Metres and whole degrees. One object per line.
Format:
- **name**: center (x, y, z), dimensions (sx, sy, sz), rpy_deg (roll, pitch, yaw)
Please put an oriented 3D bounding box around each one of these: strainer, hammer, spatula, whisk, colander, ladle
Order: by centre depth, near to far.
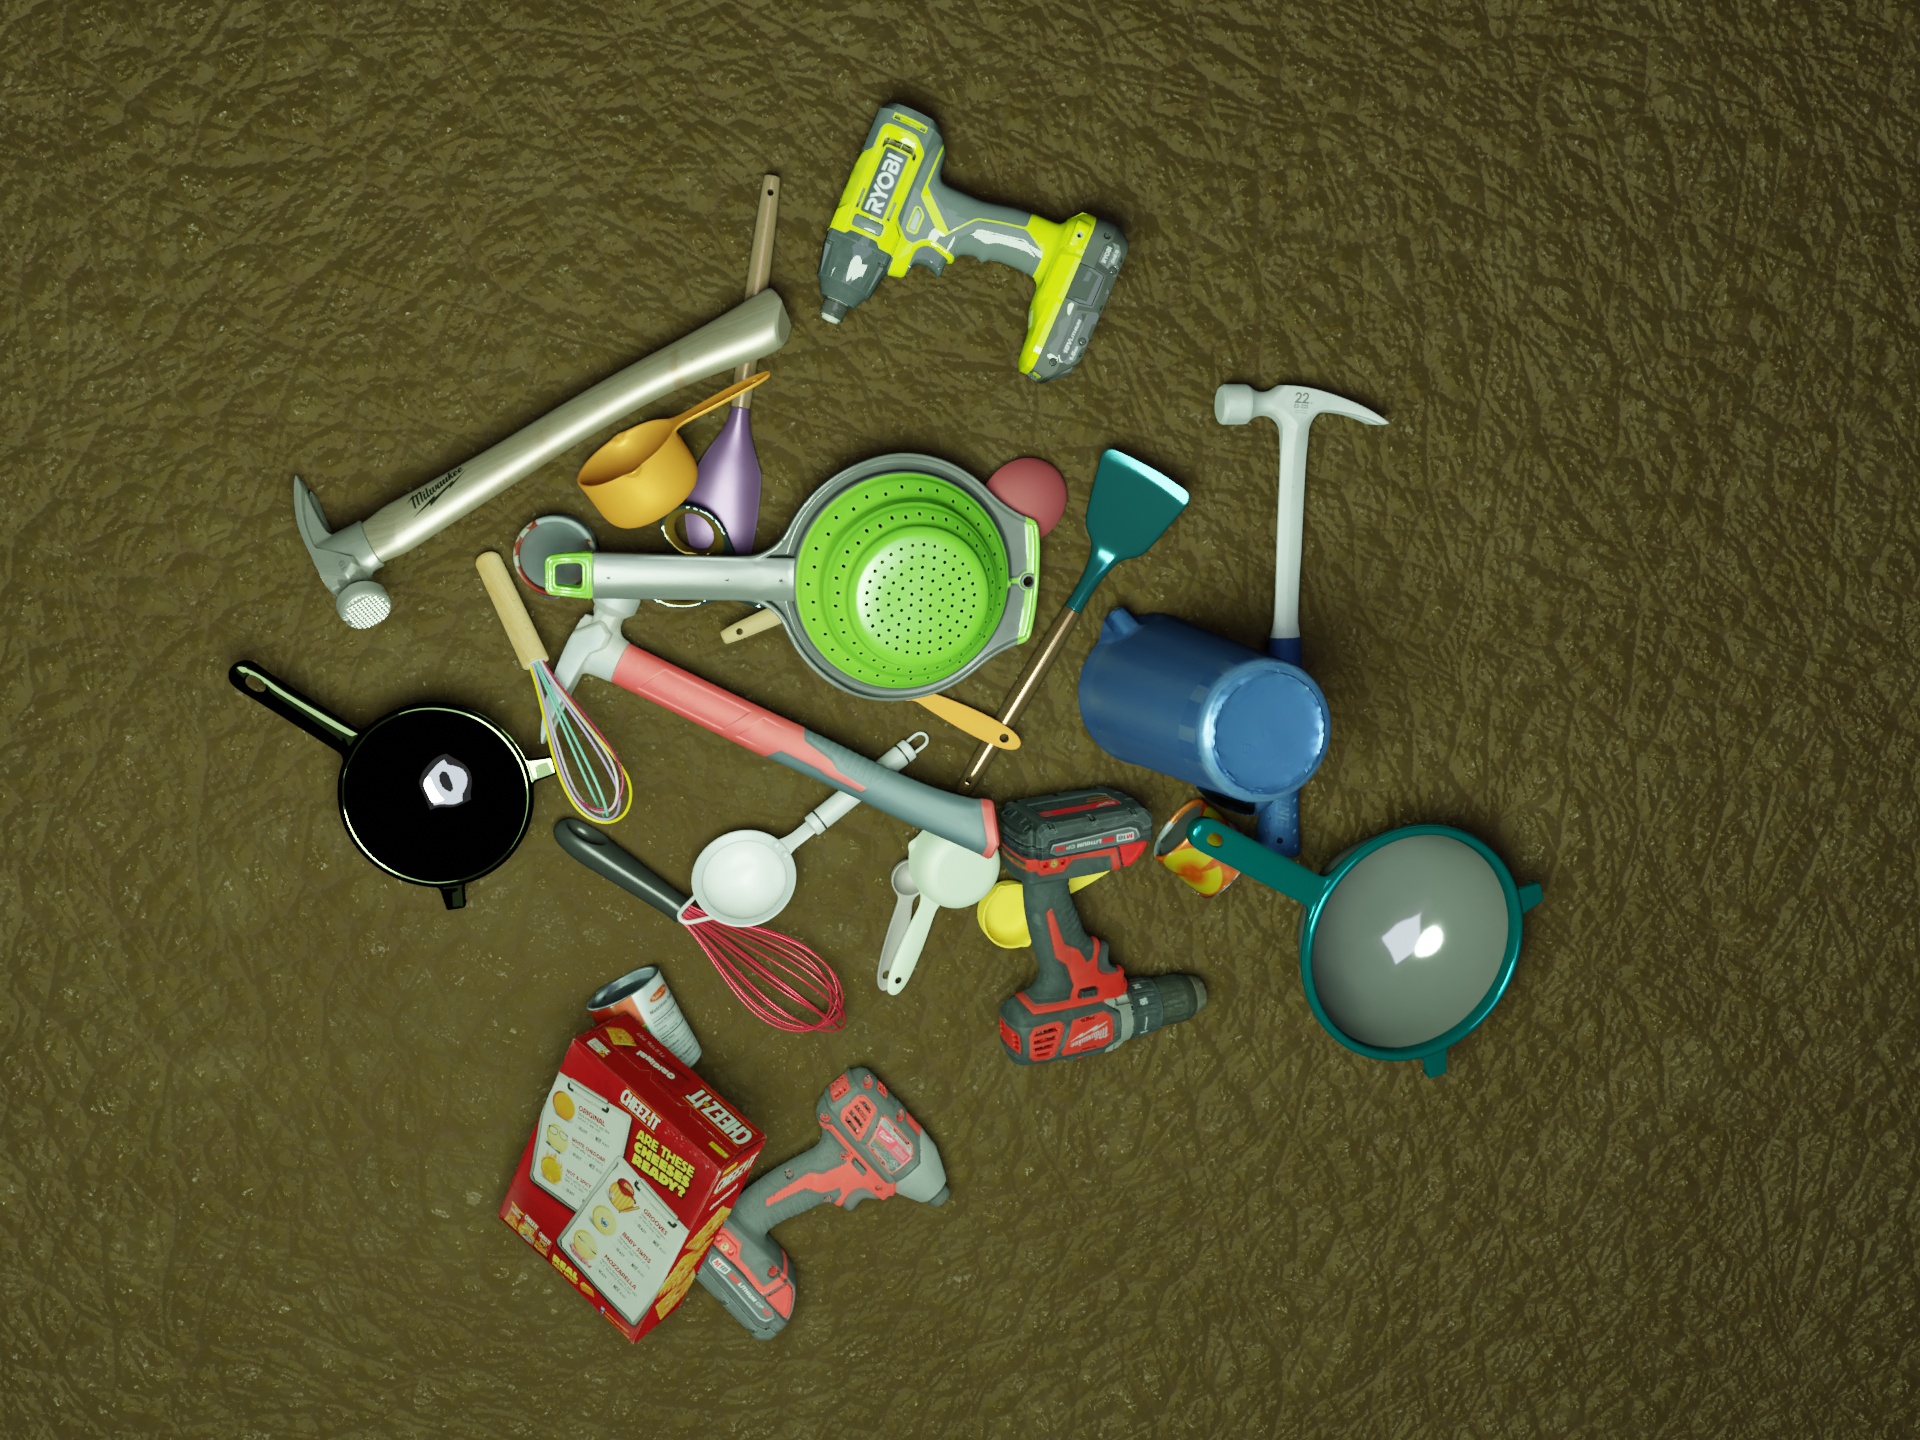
- **colander**: center (-0.120, -0.104, 1.239), dimensions (0.397, 0.095, 0.204), rpy_deg (0, 105, -13)
- **hammer**: center (-0.321, -0.230, 1.241), dimensions (0.410, 0.038, 0.146), rpy_deg (-31, 61, -6)
- **whisk**: center (-0.326, -0.027, 1.268), dimensions (0.047, 0.051, 0.245), rpy_deg (-26, 80, -8)
- **strainer**: center (-0.460, 0.025, 1.274), dimensions (0.256, 0.069, 0.151), rpy_deg (34, 96, -10)
- **spatula**: center (-0.177, -0.280, 1.289), dimensions (0.059, 0.018, 0.316), rpy_deg (8, 99, -10)
- **hammer**: center (-0.150, 0.032, 1.302), dimensions (0.386, 0.038, 0.143), rpy_deg (26, 96, -1)
- **ladle**: center (-0.052, -0.133, 1.314), dimensions (0.315, 0.031, 0.069), rpy_deg (-25, 104, -5)
- **strainer**: center (-0.126, 0.093, 1.333), dimensions (0.258, 0.050, 0.087), rpy_deg (-39, 68, -11)
- **whisk**: center (-0.216, 0.171, 1.335), dimensions (0.295, 0.073, 0.073), rpy_deg (36, 93, -6)
- **spatula**: center (0.079, -0.073, 1.342), dimensions (0.082, 0.044, 0.317), rpy_deg (31, 96, 4)
- **hammer**: center (0.286, -0.083, 1.371), dimensions (0.144, 0.035, 0.405), rpy_deg (-1, 99, -7)
- **strainer**: center (0.321, 0.155, 1.372), dimensions (0.340, 0.095, 0.211), rpy_deg (27, 93, -18)

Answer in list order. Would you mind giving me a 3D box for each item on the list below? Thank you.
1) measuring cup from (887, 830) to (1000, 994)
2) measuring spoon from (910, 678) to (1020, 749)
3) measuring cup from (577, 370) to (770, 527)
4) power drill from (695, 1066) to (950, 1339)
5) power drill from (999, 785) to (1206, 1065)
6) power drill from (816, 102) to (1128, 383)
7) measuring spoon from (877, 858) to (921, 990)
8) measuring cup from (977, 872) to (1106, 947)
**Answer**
- **measuring cup**: center (-0.021, 0.164, 1.357), dimensions (0.083, 0.038, 0.167), rpy_deg (22, 94, -27)
- **measuring spoon**: center (-0.002, -0.004, 1.345), dimensions (0.117, 0.011, 0.021), rpy_deg (27, 100, 3)
- **measuring cup**: center (-0.215, -0.213, 1.259), dimensions (0.173, 0.095, 0.052), rpy_deg (-31, 123, -3)
- **power drill**: center (-0.121, 0.420, 1.380), dimensions (0.219, 0.078, 0.143), rpy_deg (-41, 101, -3)
- **power drill**: center (0.122, 0.176, 1.356), dimensions (0.188, 0.080, 0.226), rpy_deg (-8, 105, -20)
- **power drill**: center (0.005, -0.365, 1.272), dimensions (0.223, 0.080, 0.171), rpy_deg (23, 95, -6)
- **measuring spoon**: center (-0.056, 0.176, 1.381), dimensions (0.034, 0.018, 0.124), rpy_deg (7, 105, -25)
- **measuring cup**: center (0.083, 0.143, 1.391), dimensions (0.156, 0.029, 0.062), rpy_deg (-30, 107, -14)
